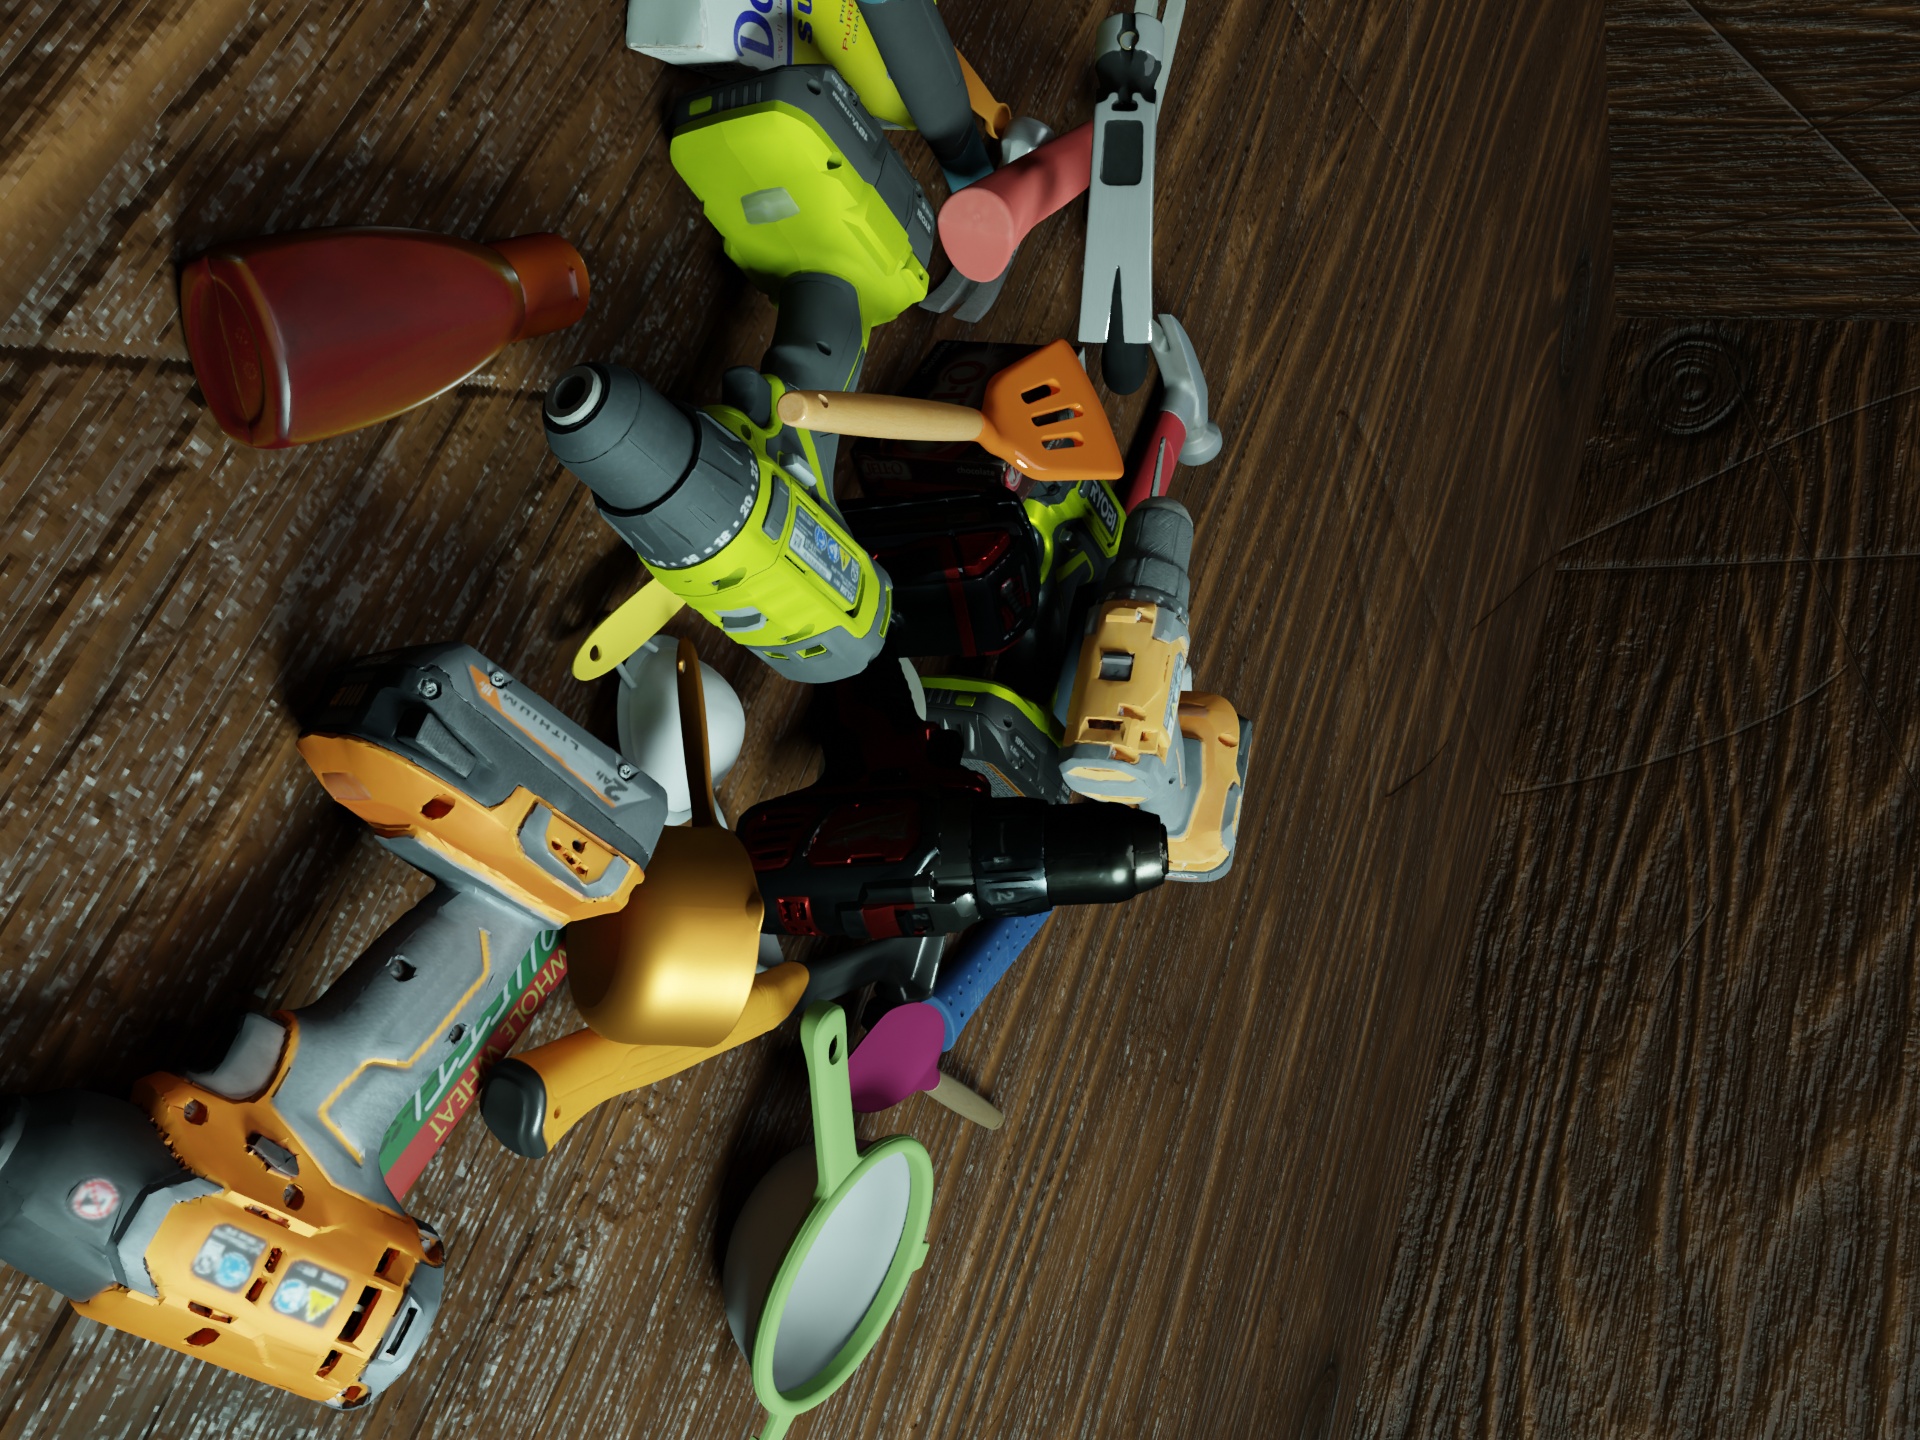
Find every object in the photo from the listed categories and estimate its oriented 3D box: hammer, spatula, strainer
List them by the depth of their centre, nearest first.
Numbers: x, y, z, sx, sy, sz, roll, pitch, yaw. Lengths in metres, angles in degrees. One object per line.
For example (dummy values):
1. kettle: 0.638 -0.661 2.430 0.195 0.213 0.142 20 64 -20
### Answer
1. spatula: 0.003 -0.137 0.706 0.081 0.041 0.322 66 22 0
2. hammer: -0.095 0.127 0.751 0.336 0.034 0.127 -9 116 -62
3. hammer: -0.006 -0.286 0.754 0.331 0.033 0.128 20 89 -79
4. strainer: -0.111 0.055 0.754 0.087 0.050 0.258 -72 157 -47
5. strainer: -0.082 0.233 0.805 0.151 0.069 0.256 -41 139 -45
6. hammer: 0.061 -0.311 0.863 0.359 0.037 0.149 -56 160 -58
7. hammer: 0.091 -0.240 0.886 0.334 0.035 0.146 37 56 -83
8. hammer: 0.096 -0.097 1.091 0.143 0.038 0.386 55 50 -51
9. hammer: 0.079 0.102 1.119 0.405 0.035 0.144 -42 133 -50

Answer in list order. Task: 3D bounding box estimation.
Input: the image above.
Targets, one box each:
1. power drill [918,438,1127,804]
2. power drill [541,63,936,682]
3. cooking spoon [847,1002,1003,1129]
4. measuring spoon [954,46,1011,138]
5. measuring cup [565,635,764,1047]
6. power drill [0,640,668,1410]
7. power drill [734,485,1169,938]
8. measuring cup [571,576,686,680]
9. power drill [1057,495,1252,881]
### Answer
1. power drill: 0.034 -0.069 0.951 0.171 0.080 0.223 45 55 -57
2. power drill: -0.084 -0.151 0.654 0.190 0.080 0.229 42 50 -55
3. cooking spoon: -0.013 0.216 0.944 0.069 0.017 0.318 -50 156 -8
4. measuring spoon: -0.004 -0.351 0.866 0.116 0.011 0.021 20 90 -58
5. measuring cup: -0.126 0.044 0.638 0.052 0.095 0.174 5 68 -33
6. power drill: -0.208 0.087 0.518 0.164 0.084 0.227 42 60 -35
7. power drill: -0.001 -0.002 0.735 0.080 0.188 0.227 75 14 -50
8. measuring cup: -0.128 -0.067 0.700 0.156 0.029 0.062 -51 139 -40
9. power drill: 0.125 -0.013 0.986 0.226 0.084 0.185 53 45 -59
